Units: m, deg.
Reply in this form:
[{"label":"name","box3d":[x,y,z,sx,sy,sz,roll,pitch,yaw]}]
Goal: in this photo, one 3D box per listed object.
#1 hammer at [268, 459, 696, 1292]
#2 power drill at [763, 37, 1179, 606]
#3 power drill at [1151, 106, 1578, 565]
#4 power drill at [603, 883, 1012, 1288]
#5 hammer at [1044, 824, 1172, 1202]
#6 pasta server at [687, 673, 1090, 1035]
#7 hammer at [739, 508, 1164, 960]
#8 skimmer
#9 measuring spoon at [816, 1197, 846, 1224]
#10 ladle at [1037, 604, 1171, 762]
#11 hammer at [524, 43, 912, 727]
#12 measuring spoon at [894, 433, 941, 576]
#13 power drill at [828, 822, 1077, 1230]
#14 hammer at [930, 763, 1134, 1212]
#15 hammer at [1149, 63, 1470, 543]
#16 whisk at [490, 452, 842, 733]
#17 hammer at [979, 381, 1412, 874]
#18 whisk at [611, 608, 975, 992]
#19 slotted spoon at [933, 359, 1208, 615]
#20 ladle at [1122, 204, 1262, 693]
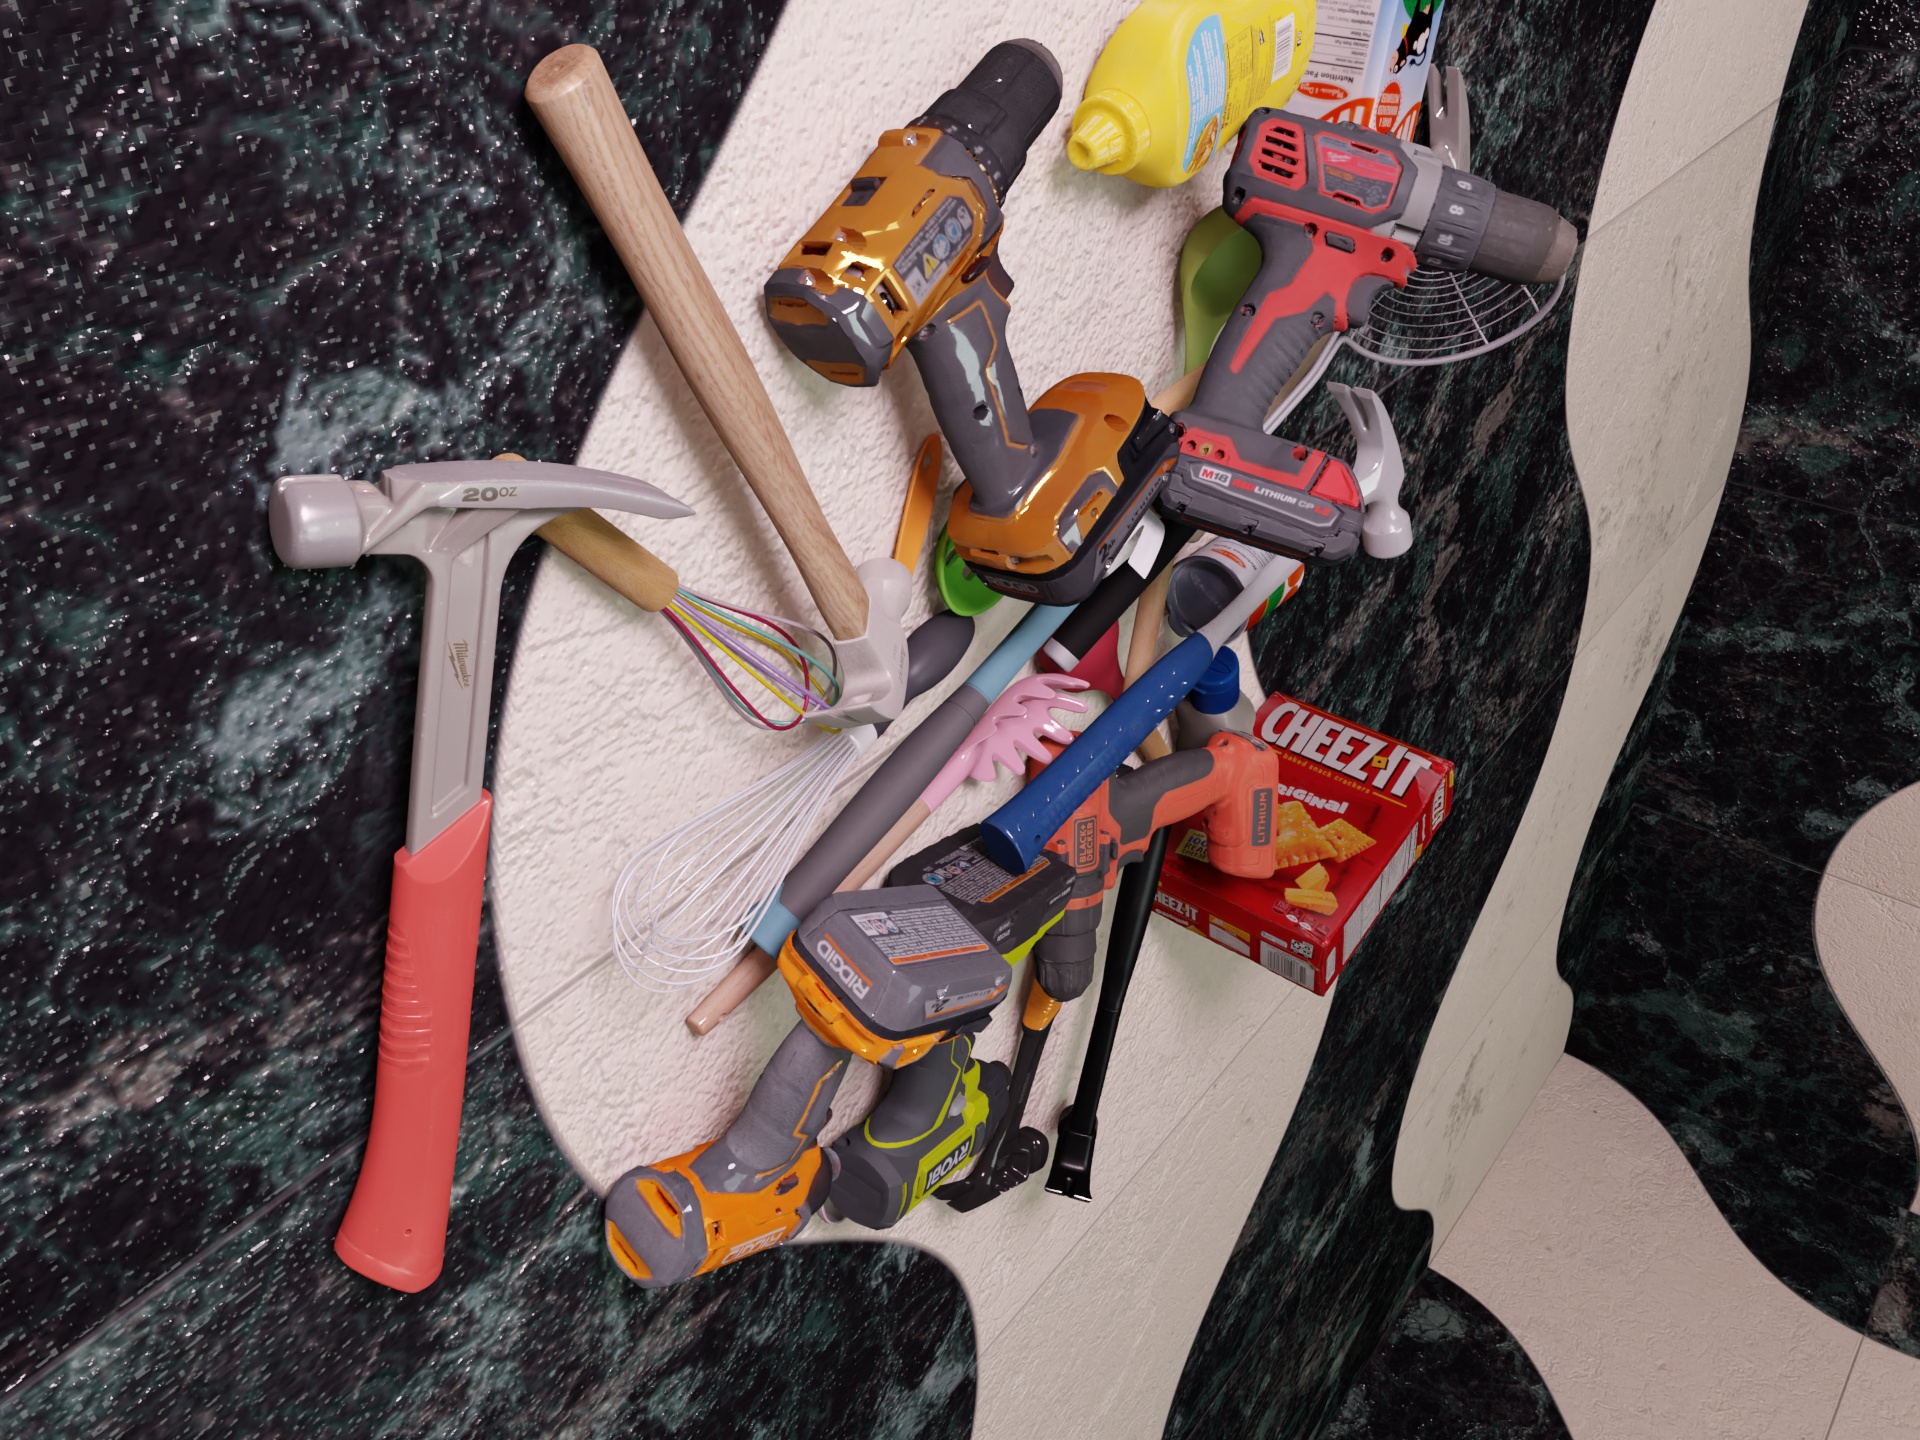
[{"label":"hammer","box3d":[-0.199,0.073,0.632,0.149,0.037,0.359,-7,118,-39]},{"label":"power drill","box3d":[0.024,-0.187,0.760,0.185,0.084,0.226,-56,134,-18]},{"label":"power drill","box3d":[0.210,-0.199,0.855,0.080,0.188,0.226,-36,144,-85]},{"label":"power drill","box3d":[-0.073,0.195,0.845,0.226,0.084,0.164,-54,154,16]},{"label":"hammer","box3d":[0.114,0.194,1.169,0.146,0.035,0.334,-56,158,-75]},{"label":"pasta server","box3d":[-0.034,0.069,0.901,0.316,0.040,0.060,-43,151,-31]},{"label":"hammer","box3d":[-0.001,-0.003,0.866,0.331,0.033,0.128,-49,-171,-16]},{"label":"skimmer","box3d":[0.197,-0.152,0.937,0.363,0.090,0.127,-48,150,2]},{"label":"measuring spoon","box3d":[-0.059,0.285,1.032,0.124,0.018,0.034,-28,115,-55]},{"label":"ladle","box3d":[0.118,-0.004,1.098,0.069,0.031,0.315,-59,150,-11]},{"label":"hammer","box3d":[-0.087,-0.119,0.663,0.331,0.031,0.130,63,20,-45]},{"label":"measuring spoon","box3d":[-0.030,-0.093,0.829,0.021,0.011,0.117,3,104,-56]},{"label":"power drill","box3d":[-0.002,0.186,0.991,0.171,0.080,0.223,-23,131,-55]},{"label":"hammer","box3d":[0.060,0.187,1.127,0.127,0.034,0.337,-6,115,-57]},{"label":"hammer","box3d":[0.246,-0.281,1.099,0.411,0.038,0.146,-52,145,-23]},{"label":"whisk","box3d":[-0.121,-0.049,0.695,0.244,0.051,0.047,39,45,-54]},{"label":"hammer","box3d":[0.157,-0.057,1.001,0.405,0.035,0.143,-43,134,-24]},{"label":"whisk","box3d":[-0.074,0.028,0.802,0.285,0.070,0.070,-47,144,-36]},{"label":"slotted spoon","box3d":[0.099,-0.162,0.903,0.314,0.031,0.070,-38,134,-19]},{"label":"ladle","box3d":[0.145,-0.157,0.981,0.078,0.062,0.320,-4,110,-43]}]
